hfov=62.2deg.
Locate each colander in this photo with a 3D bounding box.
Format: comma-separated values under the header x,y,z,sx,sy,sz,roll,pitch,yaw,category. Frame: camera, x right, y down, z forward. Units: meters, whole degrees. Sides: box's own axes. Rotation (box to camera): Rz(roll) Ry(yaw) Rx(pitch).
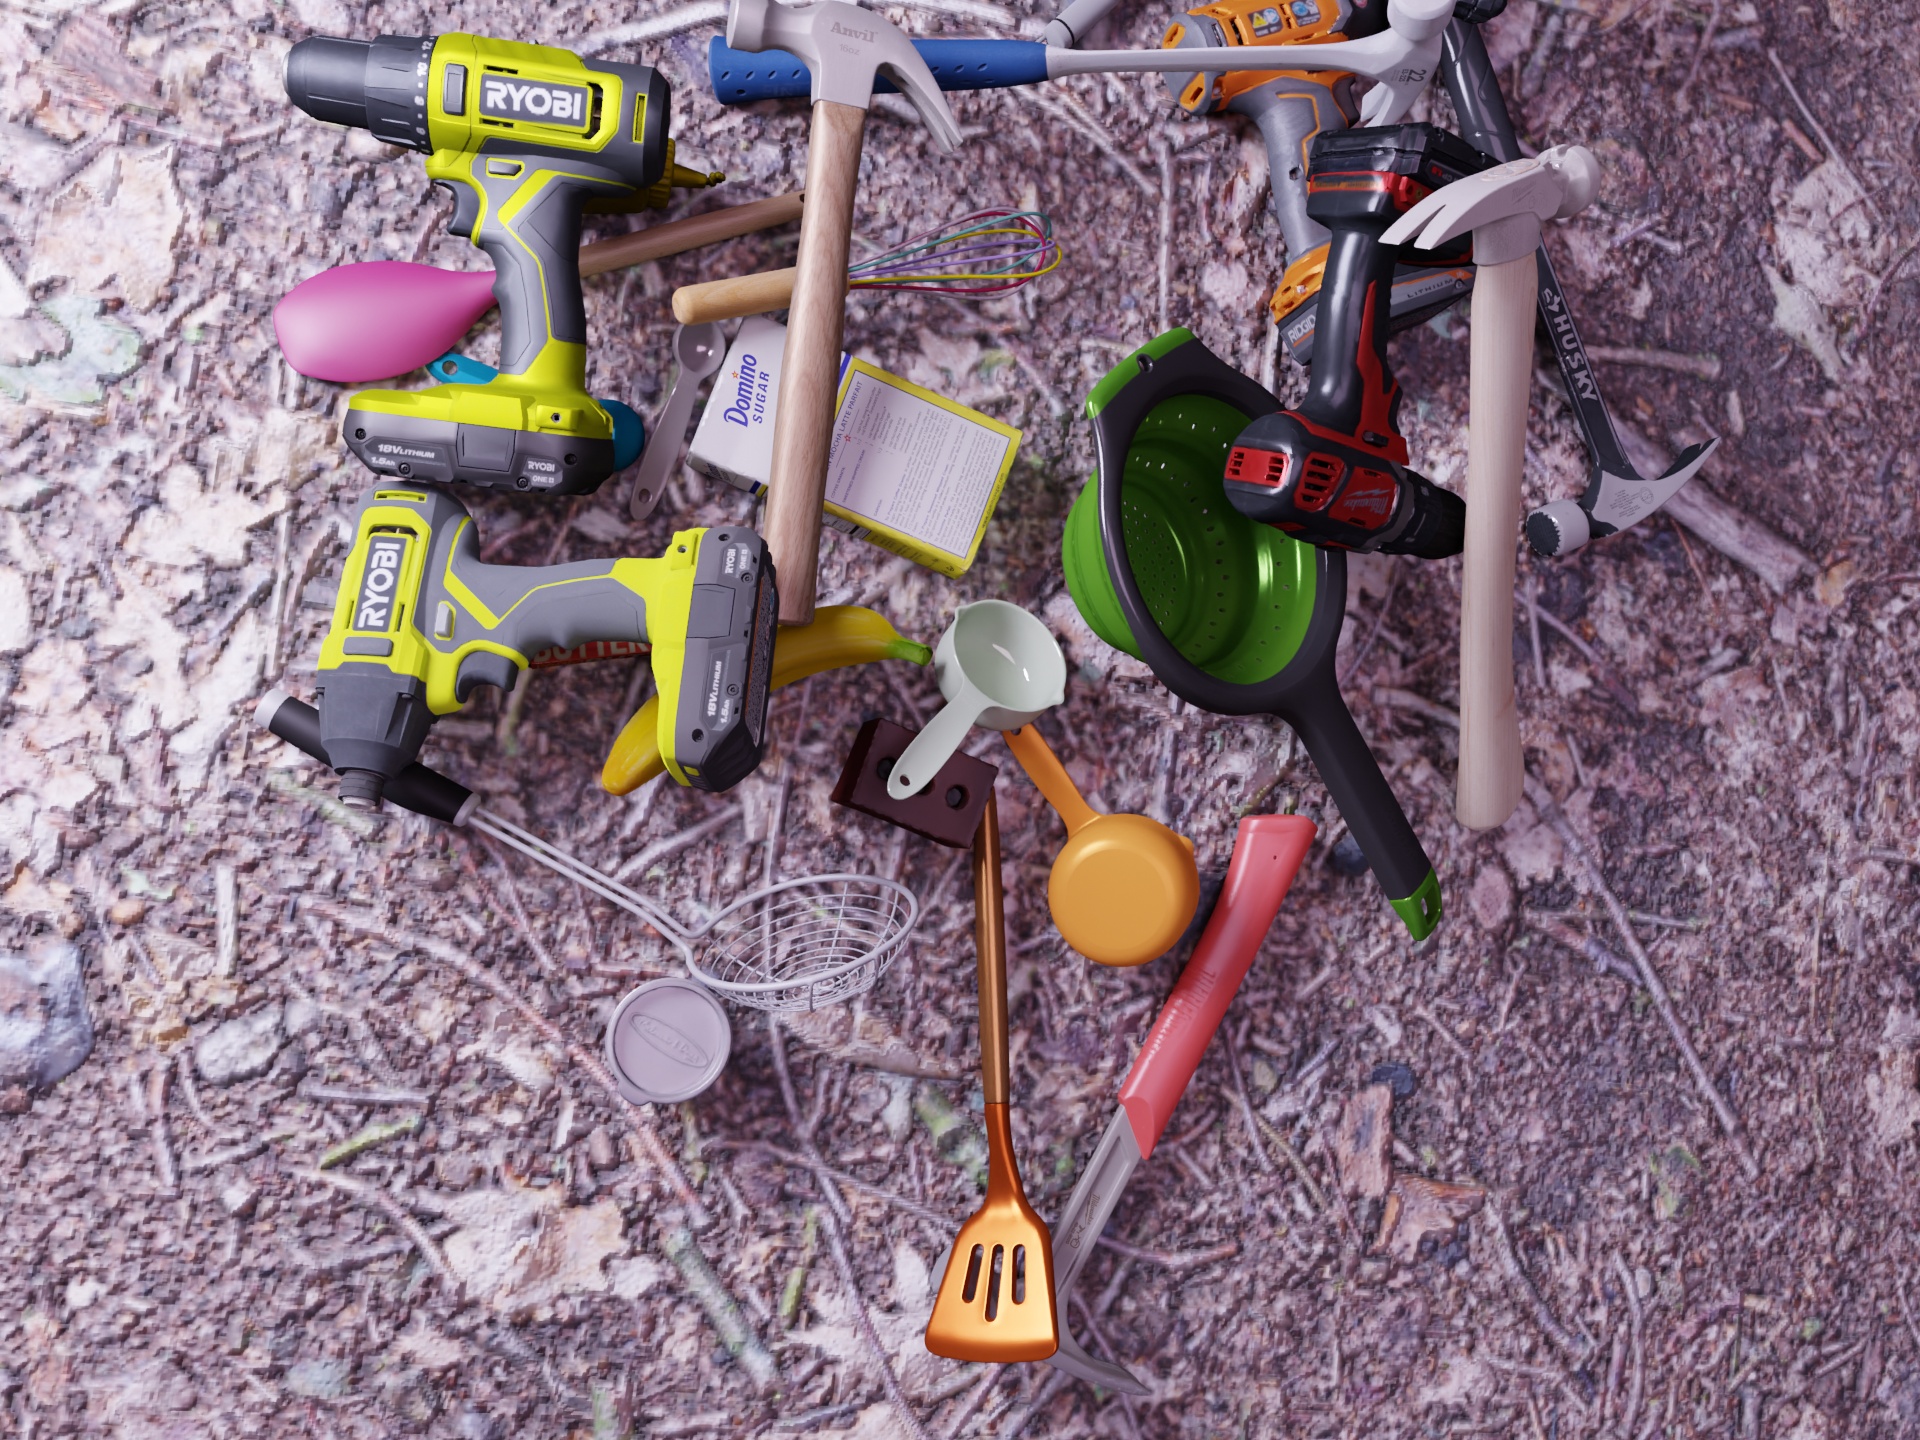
x,y,z,sx,sy,sz,roll,pitch,yaw,category
0.169,-0.031,0.955,0.204,0.094,0.397,-42,108,-36,colander

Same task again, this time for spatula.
x,y,z,sx,sy,sz,roll,pitch,yaw,category
0.017,0.196,0.918,0.081,0.041,0.323,-7,78,23,spatula

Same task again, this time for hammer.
x,y,z,sx,sy,sz,roll,pitch,yaw,category
0.303,-0.107,0.924,0.146,0.038,0.410,-28,125,-29,hammer
0.382,-0.322,1.059,0.149,0.036,0.409,-22,93,-16,hammer
-0.077,-0.217,0.871,0.130,0.031,0.331,5,98,-18,hammer
0.061,-0.369,0.901,0.405,0.144,0.035,2,82,7,hammer
0.130,0.219,0.968,0.149,0.037,0.359,32,81,-11,hammer

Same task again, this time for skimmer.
x,y,z,sx,sy,sz,roll,pitch,yaw,category
-0.201,0.054,0.859,0.363,0.127,0.090,29,111,-5,skimmer

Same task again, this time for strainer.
x,y,z,sx,sy,sz,roll,pitch,yaw,category
0.136,-0.496,1.000,0.258,0.050,0.087,-44,83,-9,strainer

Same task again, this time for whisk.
x,y,z,sx,sy,sz,roll,pitch,yaw,category
-0.047,-0.257,0.915,0.245,0.051,0.047,-17,80,-24,whisk

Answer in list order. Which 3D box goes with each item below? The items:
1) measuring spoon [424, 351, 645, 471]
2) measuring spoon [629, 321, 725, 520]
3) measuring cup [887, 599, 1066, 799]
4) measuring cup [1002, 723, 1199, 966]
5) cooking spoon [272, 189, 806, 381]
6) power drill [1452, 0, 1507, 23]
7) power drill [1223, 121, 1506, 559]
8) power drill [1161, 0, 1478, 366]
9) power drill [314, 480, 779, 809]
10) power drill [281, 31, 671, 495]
x,y,z,sx,sy,sz,roll,pitch,yaw,category
-0.239,-0.179,0.895,0.128,0.021,0.042,22,83,-13,measuring spoon
-0.169,-0.175,0.918,0.034,0.018,0.124,22,88,-47,measuring spoon
-0.001,-0.003,0.909,0.083,0.038,0.168,41,51,-2,measuring cup
0.071,0.067,0.939,0.095,0.052,0.173,-36,87,13,measuring cup
-0.225,-0.258,0.903,0.319,0.017,0.069,-20,86,-15,cooking spoon
0.231,-0.505,0.927,0.219,0.079,0.143,17,121,-2,power drill
0.251,-0.204,0.912,0.187,0.080,0.226,9,98,-37,power drill
0.240,-0.356,1.001,0.164,0.084,0.226,-22,89,-15,power drill
-0.214,-0.032,0.825,0.223,0.080,0.171,4,71,3,power drill
-0.258,-0.241,0.834,0.190,0.080,0.228,6,99,-7,power drill
